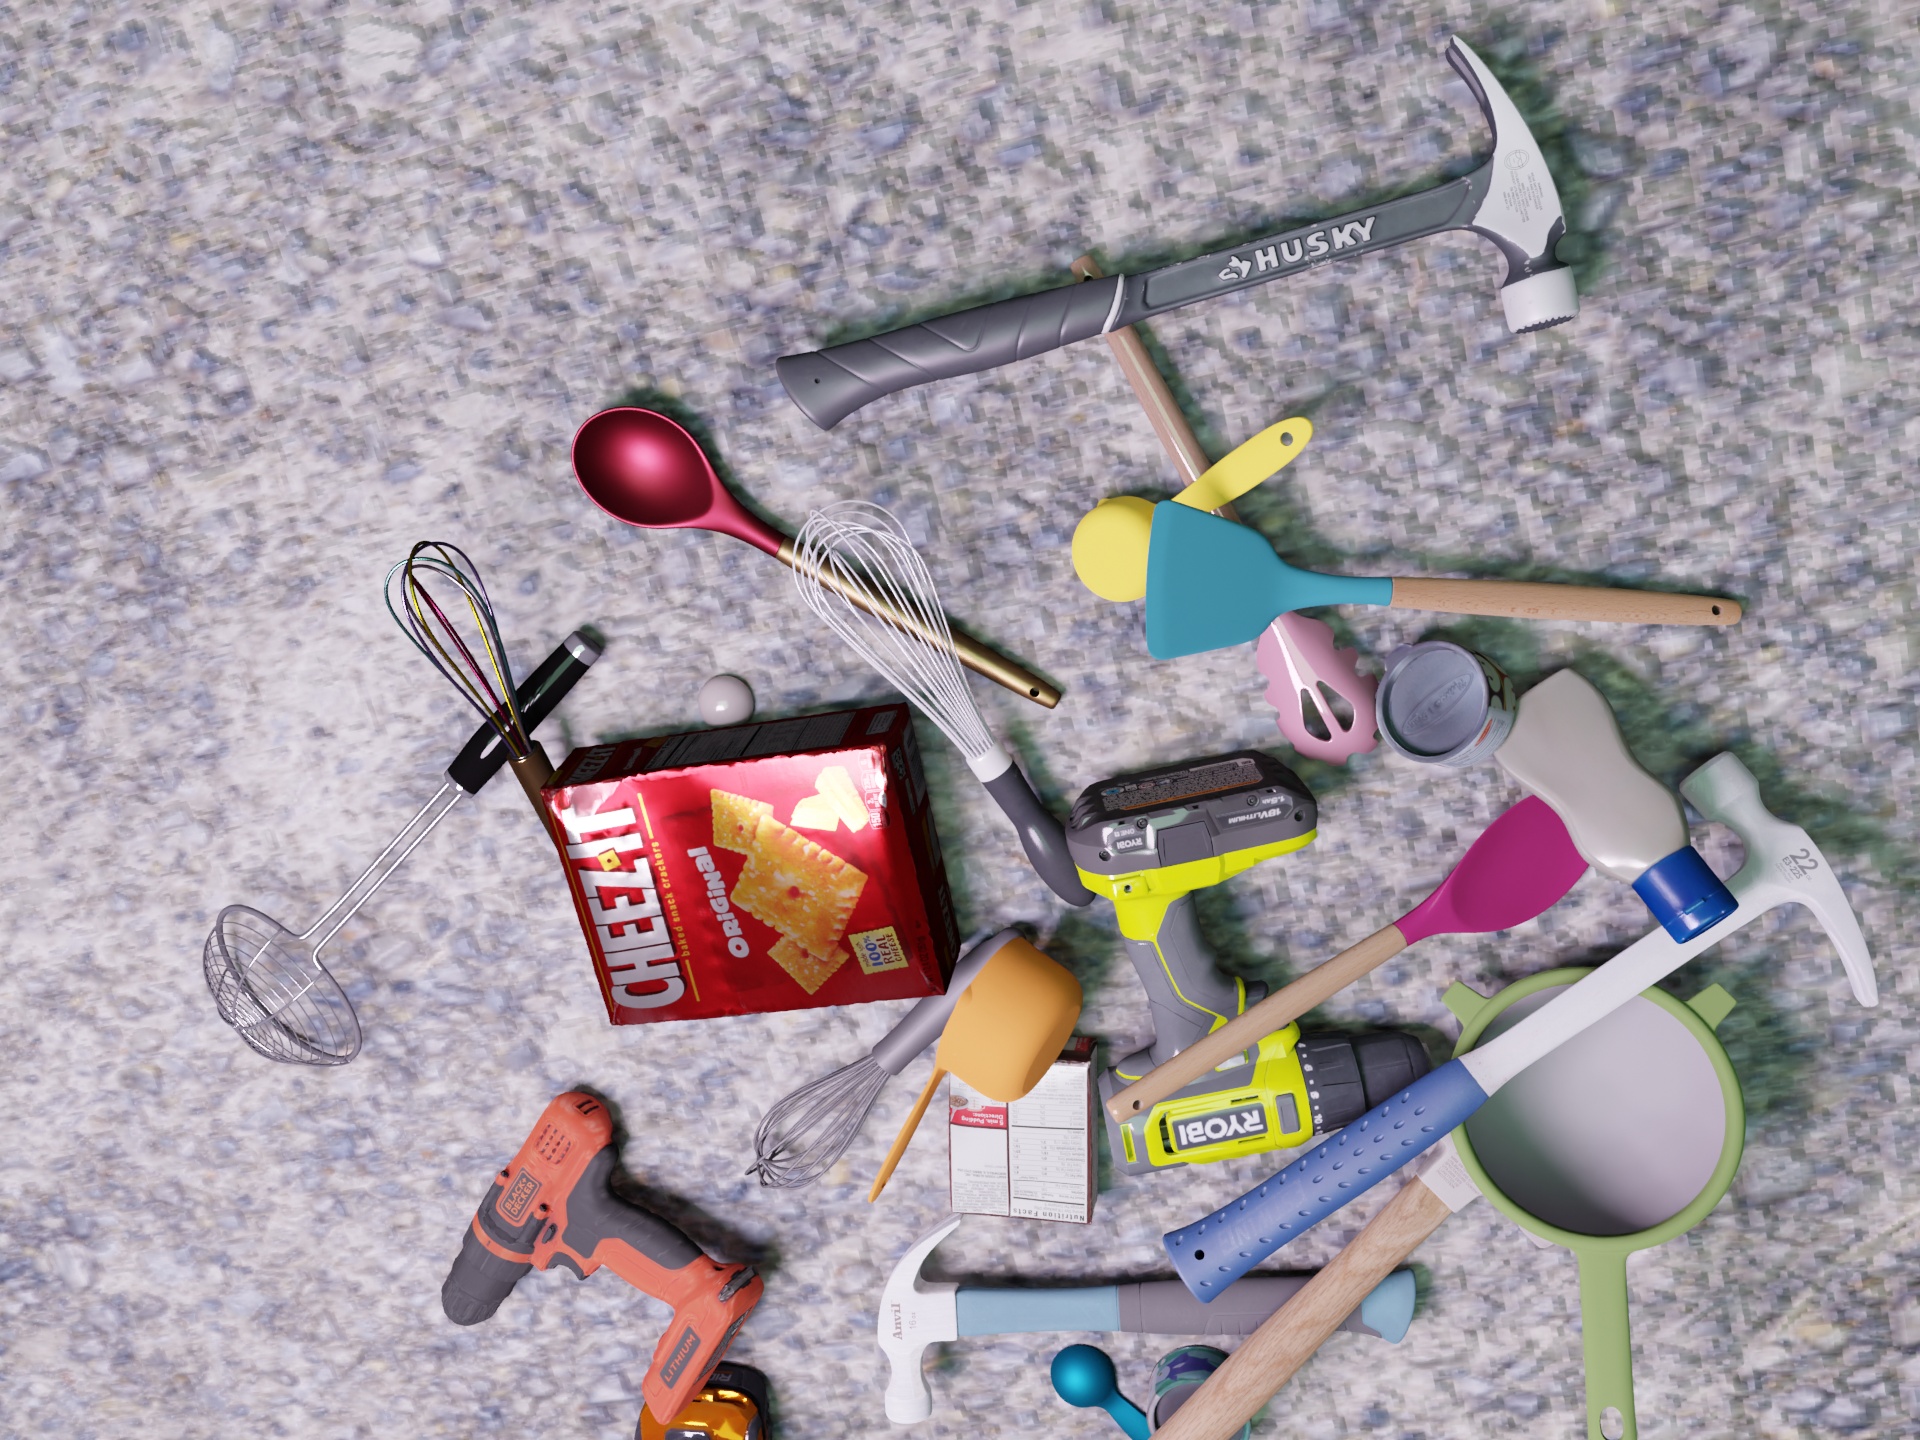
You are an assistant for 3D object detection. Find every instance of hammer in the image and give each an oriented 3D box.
[{"bbox_3d":[0.098,-0.228,0.829,0.409,0.036,0.149,-13,93,11],"label":"hammer"},{"bbox_3d":[0.197,0.357,0.937,0.130,0.031,0.331,44,93,7],"label":"hammer"},{"bbox_3d":[0.112,0.364,0.983,0.331,0.033,0.128,-4,89,8],"label":"hammer"},{"bbox_3d":[0.288,0.191,0.854,0.405,0.035,0.144,-37,68,7],"label":"hammer"}]

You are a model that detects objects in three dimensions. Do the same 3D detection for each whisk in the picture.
[{"bbox_3d":[-0.001,-0.003,0.897,0.070,0.070,0.284,-30,108,16],"label":"whisk"},{"bbox_3d":[-0.047,0.208,0.977,0.055,0.055,0.239,45,103,-3],"label":"whisk"},{"bbox_3d":[-0.266,0.003,0.927,0.051,0.047,0.244,-25,125,-10],"label":"whisk"}]

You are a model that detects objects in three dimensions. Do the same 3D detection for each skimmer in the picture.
[{"bbox_3d":[-0.347,0.079,1.010,0.127,0.090,0.363,44,97,1],"label":"skimmer"}]

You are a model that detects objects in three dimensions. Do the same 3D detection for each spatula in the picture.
[{"bbox_3d":[0.253,-0.065,0.833,0.317,0.044,0.082,3,91,0],"label":"spatula"}]

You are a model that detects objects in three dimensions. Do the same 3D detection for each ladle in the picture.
[{"bbox_3d":[-0.081,-0.088,0.919,0.315,0.031,0.069,30,110,0],"label":"ladle"}]

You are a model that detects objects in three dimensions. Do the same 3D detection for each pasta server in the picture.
[{"bbox_3d":[0.143,-0.113,0.873,0.060,0.040,0.316,-29,93,16],"label":"pasta server"}]

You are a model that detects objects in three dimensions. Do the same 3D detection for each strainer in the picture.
[{"bbox_3d":[0.348,0.266,0.873,0.151,0.069,0.256,-3,78,18],"label":"strainer"}]

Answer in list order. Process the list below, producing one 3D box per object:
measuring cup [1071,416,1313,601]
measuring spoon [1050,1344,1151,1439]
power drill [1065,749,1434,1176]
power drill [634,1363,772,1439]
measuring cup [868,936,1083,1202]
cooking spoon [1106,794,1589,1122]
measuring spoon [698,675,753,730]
[{"bbox_3d":[0.120,-0.114,0.845,0.156,0.029,0.062,-33,88,39],"label":"measuring cup"},{"bbox_3d":[0.109,0.455,1.021,0.128,0.021,0.042,44,107,-1],"label":"measuring spoon"},{"bbox_3d":[0.161,0.140,0.904,0.190,0.080,0.228,-12,104,3],"label":"power drill"},{"bbox_3d":[-0.182,0.531,0.987,0.084,0.226,0.164,-2,104,11],"label":"power drill"},{"bbox_3d":[0.010,0.210,0.906,0.052,0.095,0.173,29,85,19],"label":"measuring cup"},{"bbox_3d":[0.216,0.129,0.861,0.319,0.017,0.068,-30,110,-9],"label":"cooking spoon"},{"bbox_3d":[-0.155,0.032,0.967,0.034,0.018,0.124,18,107,6],"label":"measuring spoon"}]
